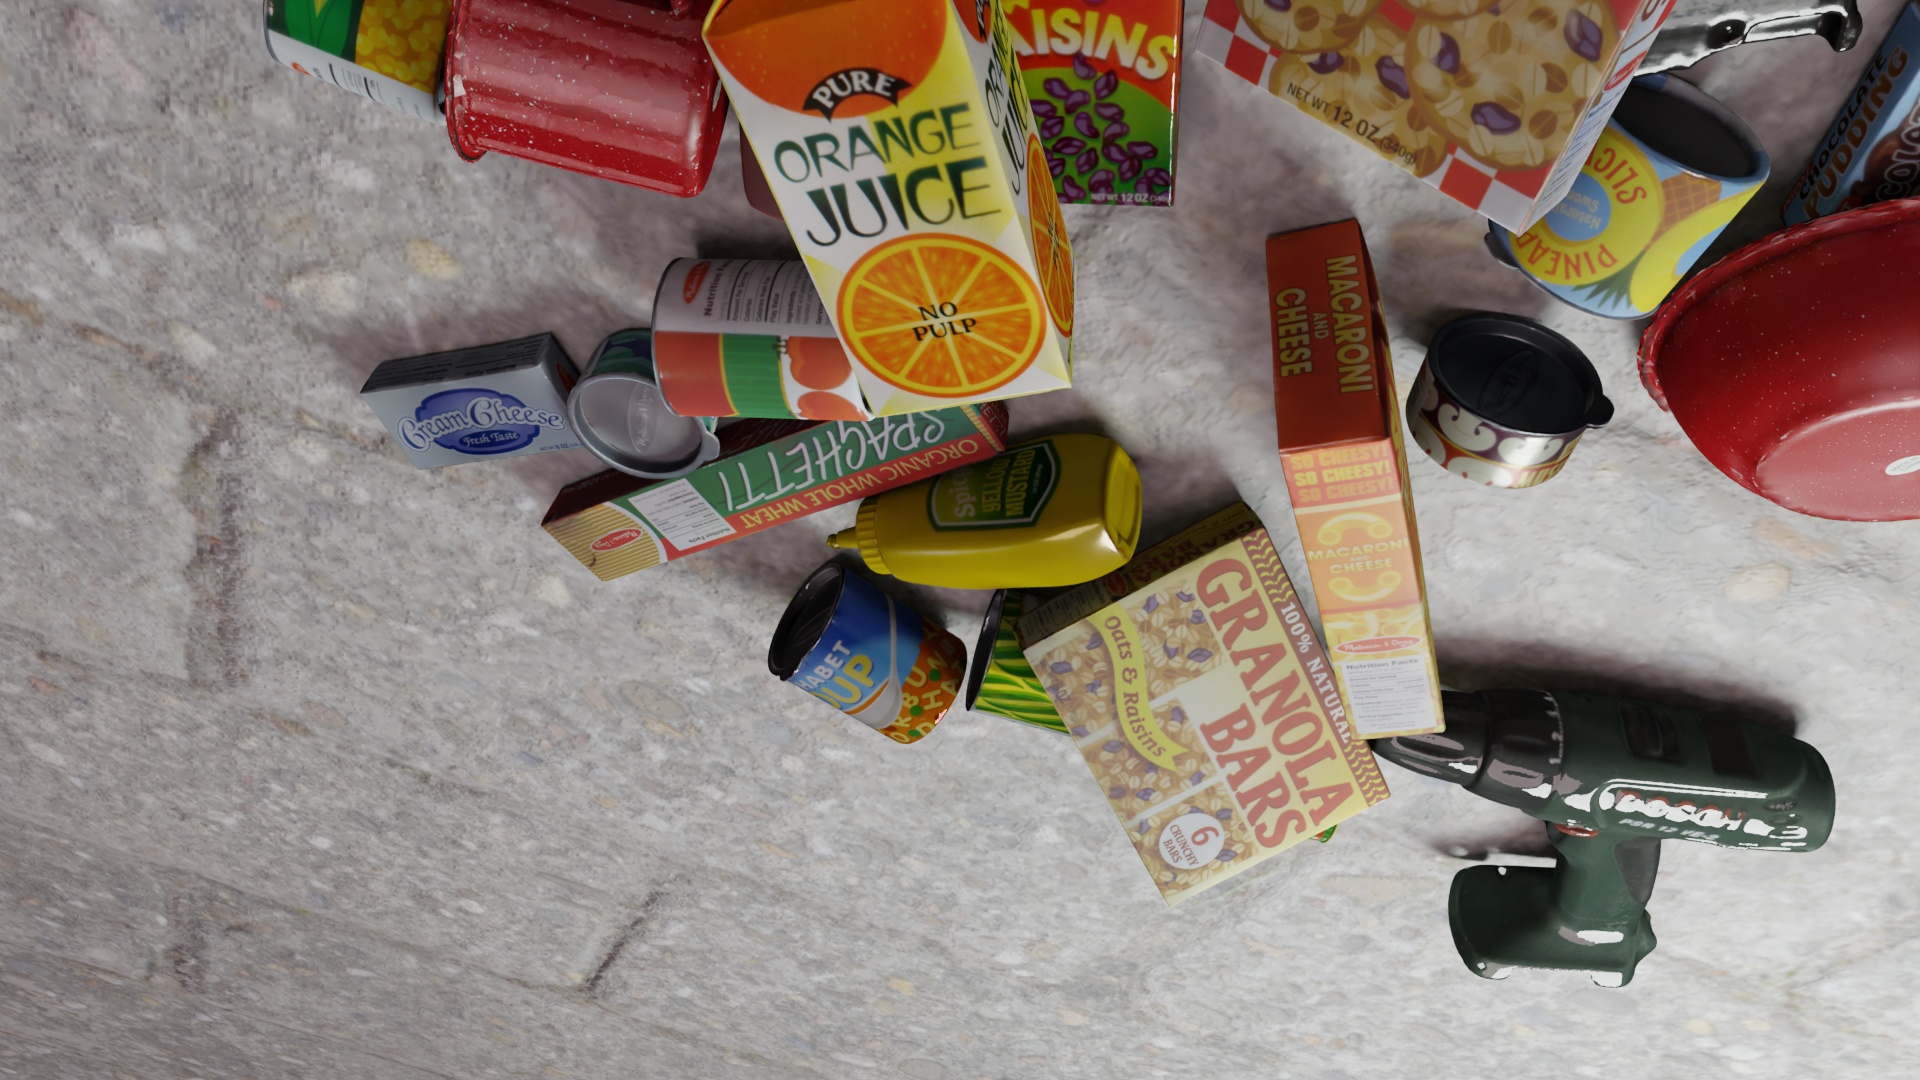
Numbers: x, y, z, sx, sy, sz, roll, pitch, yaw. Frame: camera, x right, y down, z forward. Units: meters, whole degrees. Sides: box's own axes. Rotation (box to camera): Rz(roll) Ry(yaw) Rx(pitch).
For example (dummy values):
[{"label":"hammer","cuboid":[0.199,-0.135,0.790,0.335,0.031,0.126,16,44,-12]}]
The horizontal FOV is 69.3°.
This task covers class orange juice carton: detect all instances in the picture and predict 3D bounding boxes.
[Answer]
[{"label":"orange juice carton","cuboid":[-0.020,-0.134,0.434,0.073,0.072,0.191,-8,136,15]}]

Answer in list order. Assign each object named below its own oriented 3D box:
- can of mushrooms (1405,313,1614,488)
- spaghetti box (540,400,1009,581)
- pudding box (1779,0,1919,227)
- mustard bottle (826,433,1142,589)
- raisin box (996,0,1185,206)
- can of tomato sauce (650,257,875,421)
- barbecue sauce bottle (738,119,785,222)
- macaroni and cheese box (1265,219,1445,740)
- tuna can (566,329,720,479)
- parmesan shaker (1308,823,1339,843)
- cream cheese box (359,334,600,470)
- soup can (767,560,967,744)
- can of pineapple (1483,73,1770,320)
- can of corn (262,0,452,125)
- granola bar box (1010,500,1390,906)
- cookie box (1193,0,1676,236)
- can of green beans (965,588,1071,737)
[{"label":"can of mushrooms","cuboid":[0.211,-0.053,0.537,0.071,0.071,0.033,10,140,2]},{"label":"spaghetti box","cuboid":[-0.094,-0.032,0.664,0.249,0.029,0.050,-16,131,29]},{"label":"pudding box","cuboid":[0.315,-0.130,0.454,0.050,0.030,0.083,11,139,2]},{"label":"mustard bottle","cuboid":[0.002,-0.008,0.643,0.160,0.065,0.048,-8,141,27]},{"label":"raisin box","cuboid":[0.032,-0.174,0.466,0.086,0.040,0.122,5,138,10]},{"label":"can of tomato sauce","cuboid":[-0.076,-0.082,0.576,0.083,0.071,0.070,3,138,10]},{"label":"barbecue sauce bottle","cuboid":[-0.045,-0.178,0.477,0.065,0.044,0.147,9,138,2]},{"label":"macaroni and cheese box","cuboid":[0.156,-0.021,0.544,0.040,0.124,0.165,-9,135,18]},{"label":"tuna can","cuboid":[-0.141,-0.062,0.639,0.071,0.033,0.070,7,139,6]},{"label":"parmesan shaker","cuboid":[0.150,0.121,0.749,0.103,0.072,0.071,11,139,2]},{"label":"cream cheese box","cuboid":[-0.227,-0.065,0.663,0.104,0.024,0.053,-6,134,19]},{"label":"soup can","cuboid":[-0.049,0.062,0.726,0.083,0.072,0.071,33,135,-23]},{"label":"can of pineapple","cuboid":[0.220,-0.116,0.463,0.071,0.071,0.057,17,138,-5]},{"label":"can of corn","cuboid":[-0.199,-0.190,0.487,0.058,0.071,0.070,20,138,-10]},{"label":"granola bar box","cuboid":[0.117,0.080,0.666,0.124,0.039,0.165,-28,112,4]},{"label":"cookie box","cuboid":[0.144,-0.186,0.381,0.123,0.040,0.166,38,144,21]},{"label":"can of green beans","cuboid":[0.039,0.062,0.709,0.058,0.071,0.071,15,139,-4]}]
